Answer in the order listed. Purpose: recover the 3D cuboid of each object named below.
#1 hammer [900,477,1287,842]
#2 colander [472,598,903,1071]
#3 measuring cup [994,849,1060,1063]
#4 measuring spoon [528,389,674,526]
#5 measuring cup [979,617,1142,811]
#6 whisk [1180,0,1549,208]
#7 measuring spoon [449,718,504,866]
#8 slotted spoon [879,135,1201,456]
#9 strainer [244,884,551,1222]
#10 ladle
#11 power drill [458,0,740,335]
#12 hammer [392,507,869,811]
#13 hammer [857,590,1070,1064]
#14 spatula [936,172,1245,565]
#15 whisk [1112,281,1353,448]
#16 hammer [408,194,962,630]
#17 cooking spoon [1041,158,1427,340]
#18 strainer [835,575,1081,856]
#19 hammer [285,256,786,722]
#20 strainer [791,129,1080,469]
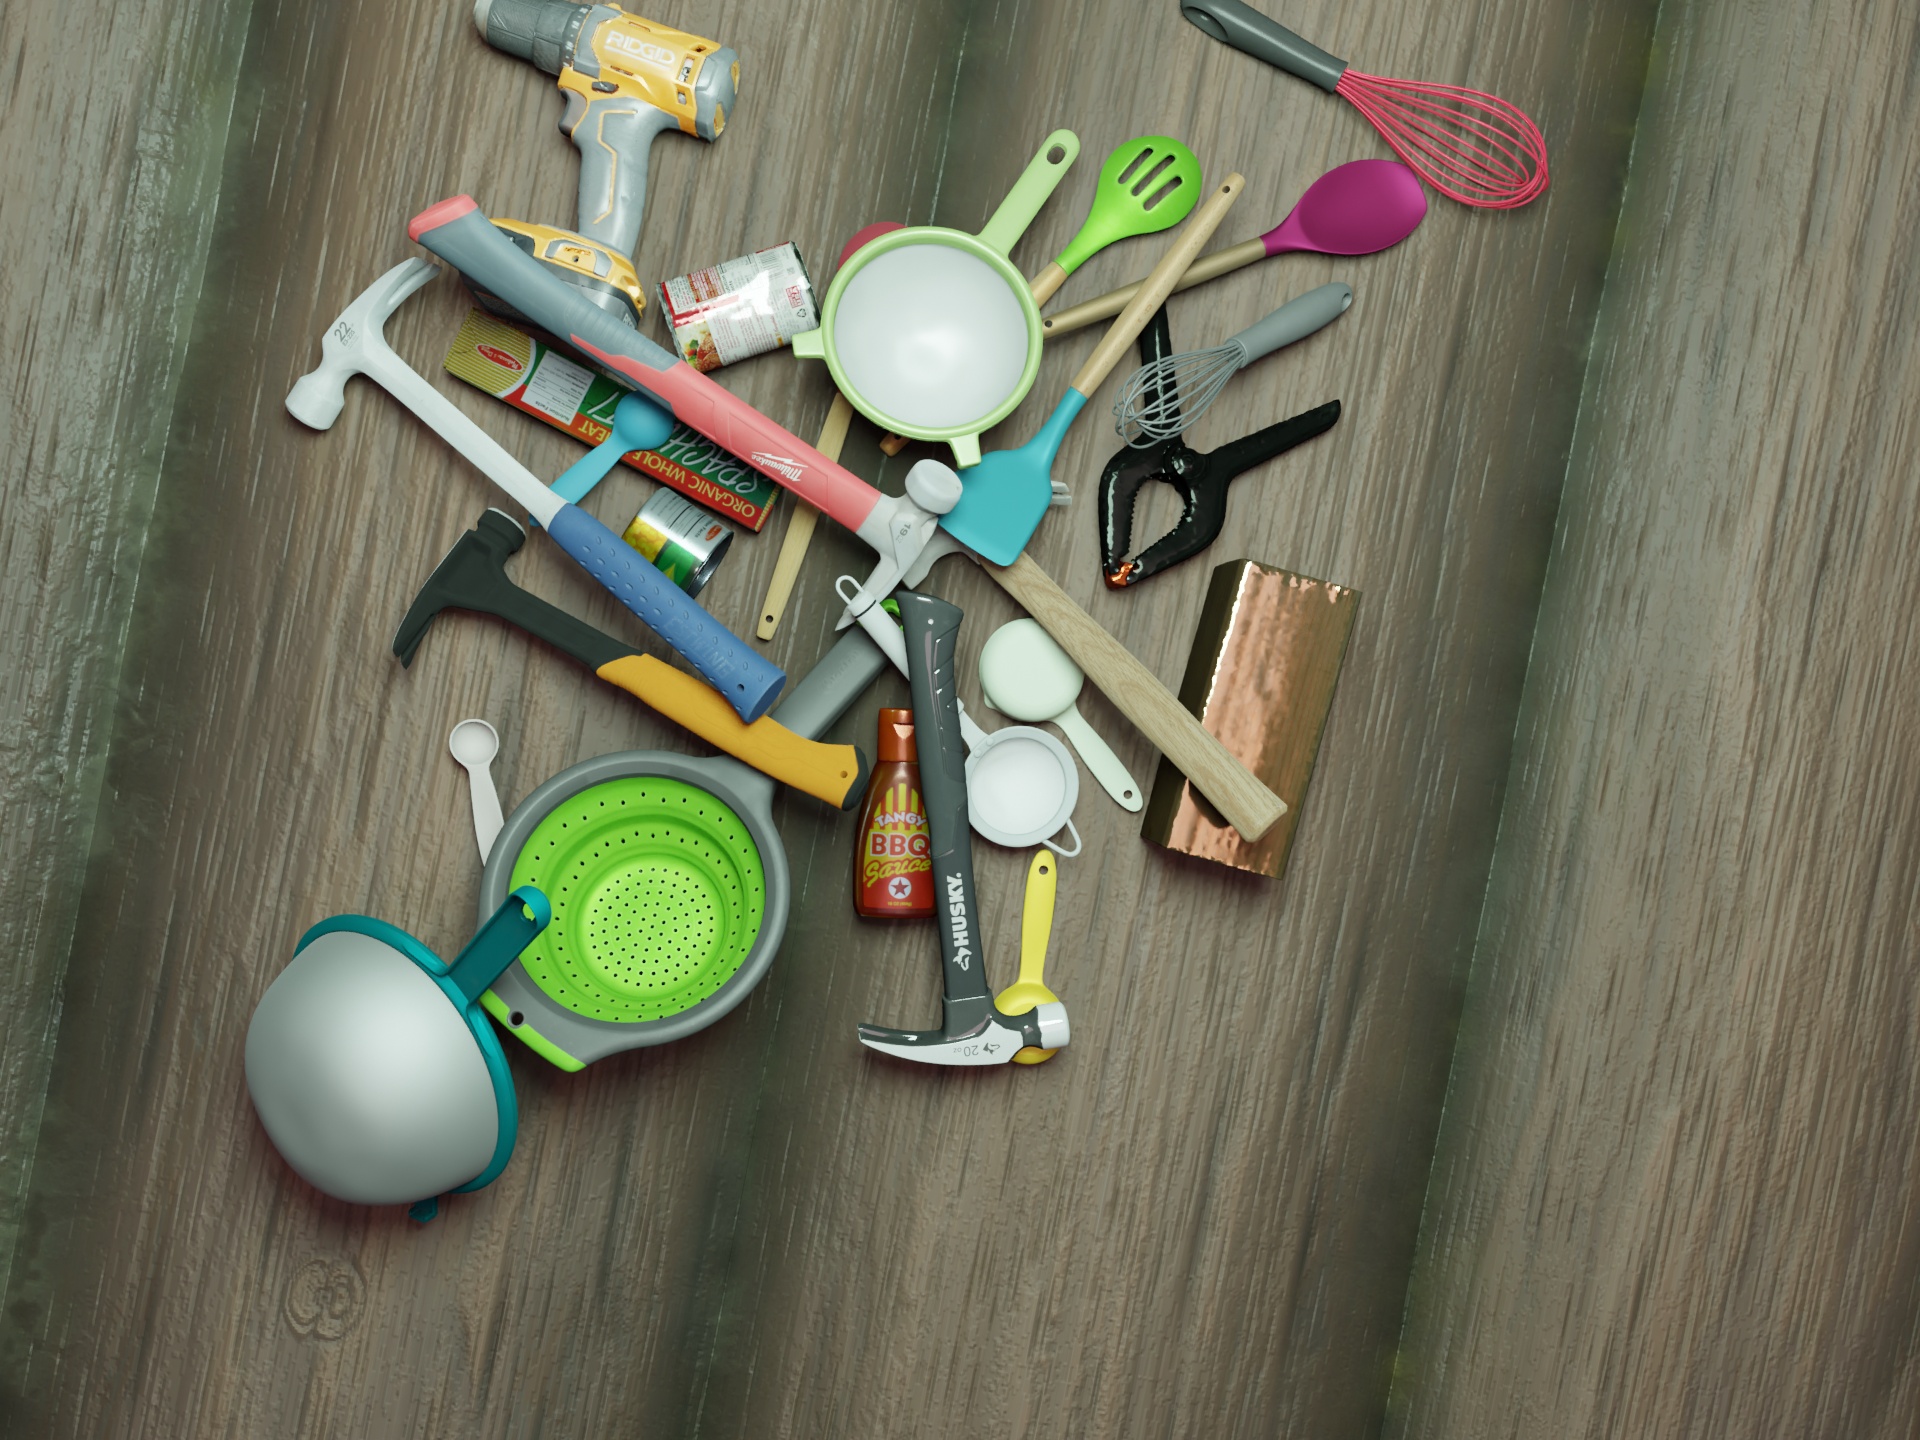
[{"bbox_3d":[0.098,-0.046,1.091,0.130,0.031,0.331,-42,70,-3],"label":"hammer"},{"bbox_3d":[-0.166,0.072,1.117,0.204,0.094,0.397,38,71,12],"label":"colander"},{"bbox_3d":[0.054,0.172,1.152,0.062,0.029,0.156,6,93,-3],"label":"measuring cup"},{"bbox_3d":[-0.252,-0.180,1.103,0.128,0.021,0.042,-43,93,-2],"label":"measuring spoon"},{"bbox_3d":[0.080,-0.001,1.146,0.083,0.038,0.167,-38,91,-2],"label":"measuring cup"},{"bbox_3d":[0.290,-0.452,1.140,0.296,0.073,0.073,29,90,2],"label":"whisk"},{"bbox_3d":[-0.339,0.059,1.140,0.034,0.018,0.124,-8,98,-3],"label":"measuring spoon"},{"bbox_3d":[0.055,-0.305,1.146,0.070,0.031,0.314,44,90,2],"label":"slotted spoon"},{"bbox_3d":[-0.362,0.207,1.004,0.211,0.095,0.340,51,128,4],"label":"strainer"},{"bbox_3d":[-0.091,-0.208,1.140,0.069,0.031,0.315,19,92,-5],"label":"ladle"},{"bbox_3d":[-0.274,-0.389,1.102,0.185,0.084,0.226,20,86,-1],"label":"power drill"},{"bbox_3d":[-0.217,-0.022,1.083,0.337,0.034,0.127,27,68,8],"label":"hammer"},{"bbox_3d":[-0.014,0.076,1.093,0.146,0.035,0.334,-7,99,-6],"label":"hammer"},{"bbox_3d":[0.097,-0.249,1.099,0.082,0.044,0.317,37,93,15],"label":"spatula"},{"bbox_3d":[0.194,-0.254,1.112,0.239,0.055,0.055,-33,93,-26],"label":"whisk"},{"bbox_3d":[-0.194,-0.210,1.062,0.386,0.038,0.143,33,126,-11],"label":"hammer"},{"bbox_3d":[0.192,-0.331,1.140,0.319,0.017,0.069,-23,87,-10],"label":"cooking spoon"},{"bbox_3d":[-0.002,-0.004,1.121,0.087,0.050,0.258,-41,106,-5],"label":"strainer"},{"bbox_3d":[-0.276,-0.148,1.074,0.405,0.035,0.144,40,102,8],"label":"hammer"},{"bbox_3d":[0.006,-0.301,1.110,0.151,0.069,0.256,33,78,-1],"label":"strainer"}]
